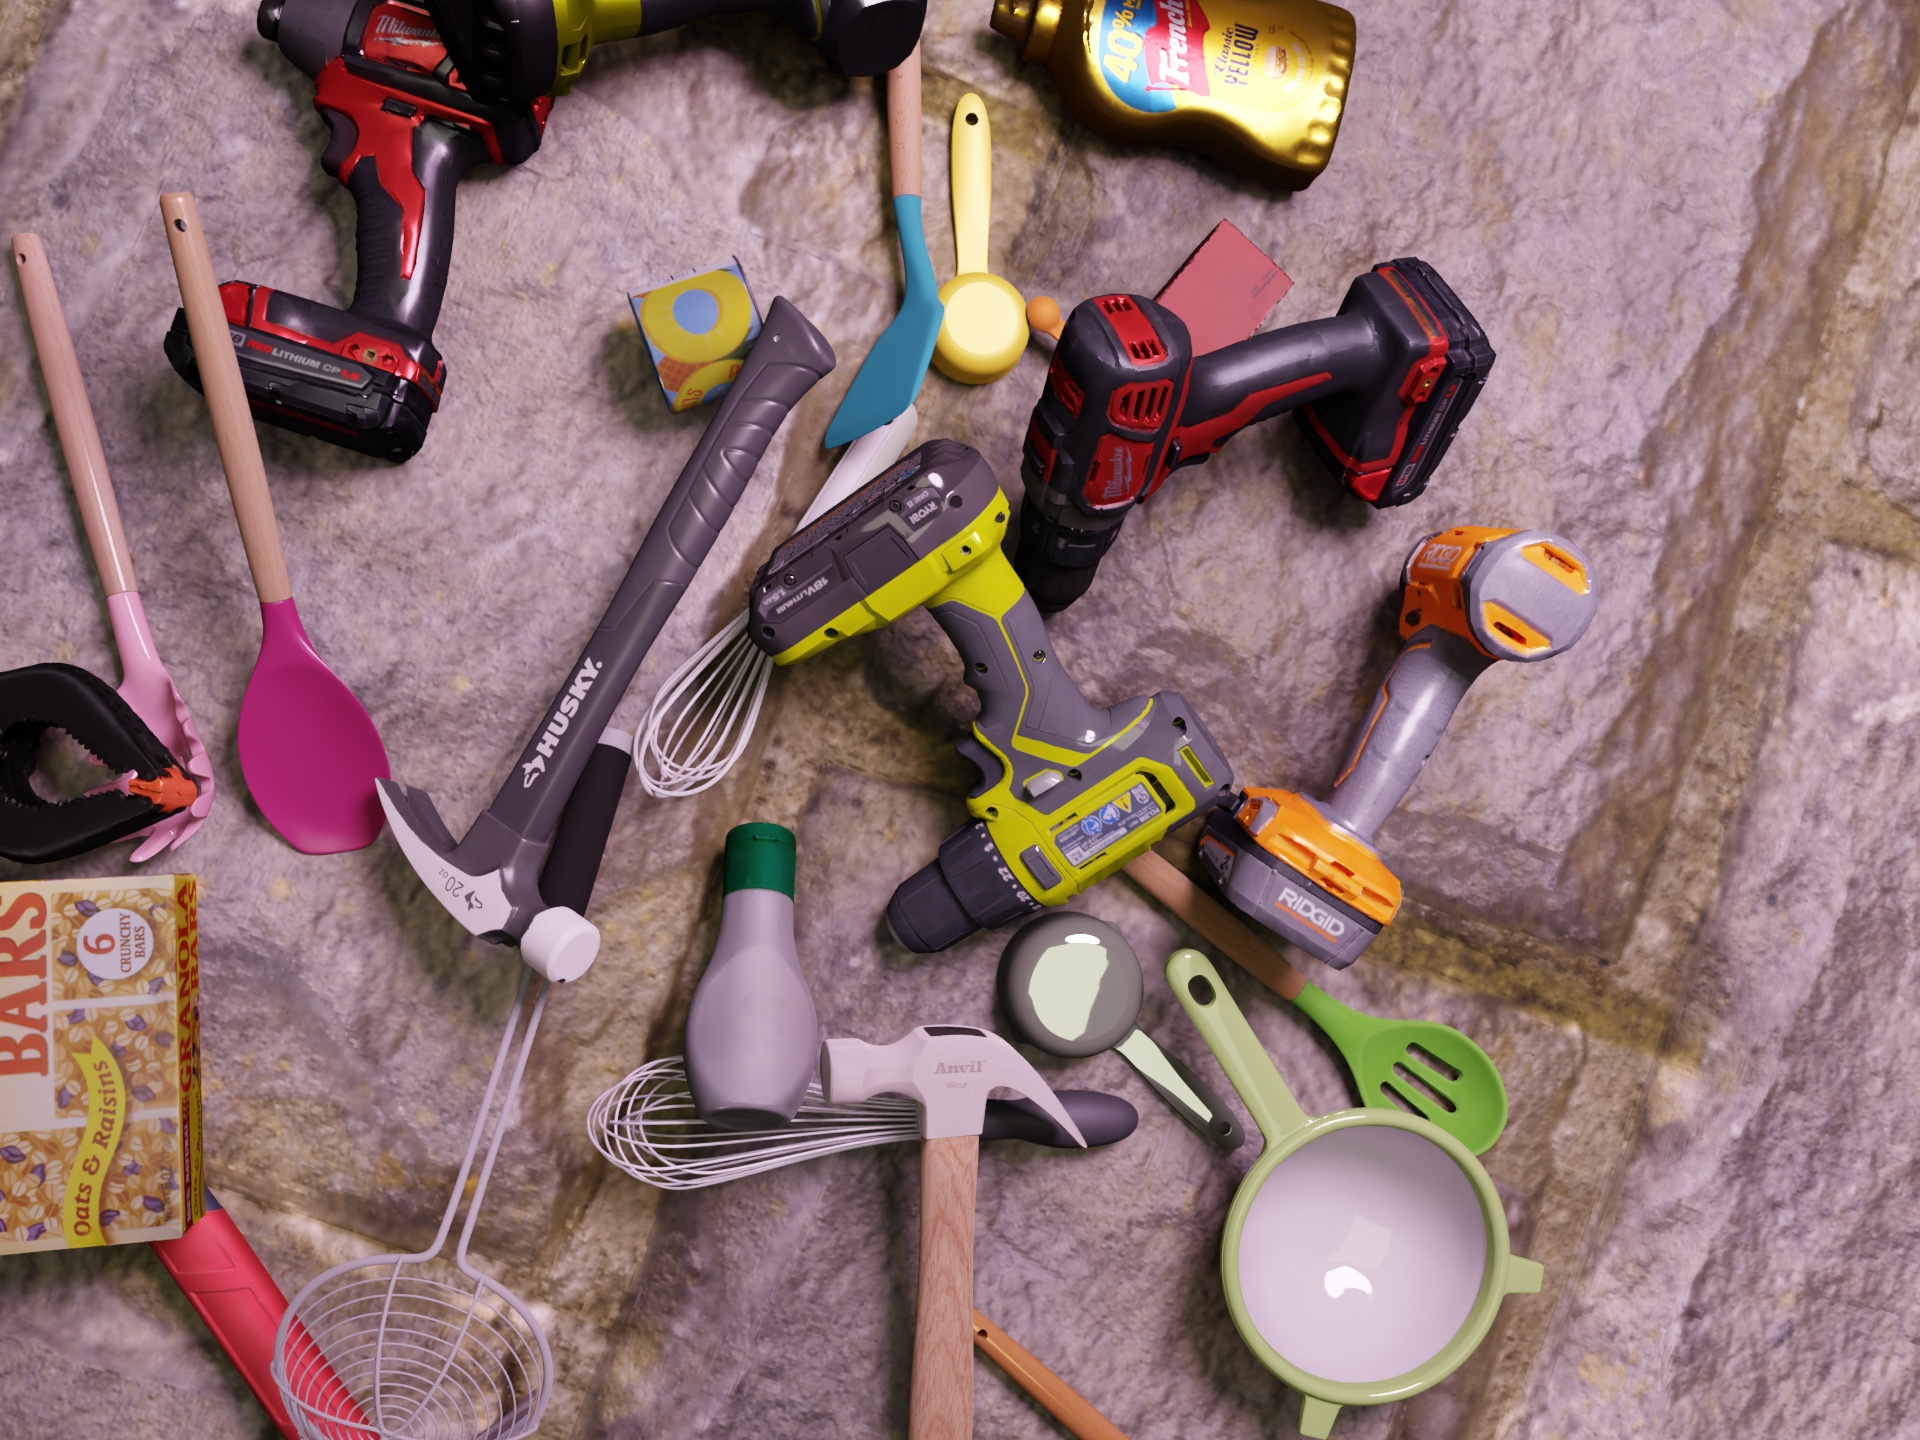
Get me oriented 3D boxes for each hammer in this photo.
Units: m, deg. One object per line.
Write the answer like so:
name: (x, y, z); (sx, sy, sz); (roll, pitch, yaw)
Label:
hammer: (-0.159, -0.054, 0.765); (0.146, 0.035, 0.335); (29, 89, 28)
hammer: (-0.006, 0.314, 0.795); (0.130, 0.031, 0.331); (-1, 98, -16)
hammer: (-0.368, 0.230, 0.774); (0.143, 0.038, 0.386); (-34, 93, -9)

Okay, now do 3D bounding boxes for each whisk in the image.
whisk: (-0.092, -0.066, 0.819); (0.058, 0.059, 0.246); (26, 79, 28)
whisk: (-0.045, 0.203, 0.813); (0.284, 0.070, 0.070); (3, 88, -13)

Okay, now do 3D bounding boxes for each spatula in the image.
spatula: (0.121, 0.417, 0.831); (0.322, 0.041, 0.081); (42, 84, -3)
spatula: (-0.037, -0.300, 0.832); (0.044, 0.082, 0.317); (3, 82, -35)

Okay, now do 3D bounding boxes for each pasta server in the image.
pasta server: (-0.423, -0.088, 0.778); (0.060, 0.040, 0.316); (-16, 89, 10)

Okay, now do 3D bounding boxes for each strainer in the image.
strainer: (0.174, 0.227, 0.831); (0.151, 0.069, 0.256); (-32, 92, -5)

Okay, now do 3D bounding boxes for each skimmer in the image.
skimmer: (-0.224, 0.181, 0.779); (0.127, 0.090, 0.363); (16, 69, -7)

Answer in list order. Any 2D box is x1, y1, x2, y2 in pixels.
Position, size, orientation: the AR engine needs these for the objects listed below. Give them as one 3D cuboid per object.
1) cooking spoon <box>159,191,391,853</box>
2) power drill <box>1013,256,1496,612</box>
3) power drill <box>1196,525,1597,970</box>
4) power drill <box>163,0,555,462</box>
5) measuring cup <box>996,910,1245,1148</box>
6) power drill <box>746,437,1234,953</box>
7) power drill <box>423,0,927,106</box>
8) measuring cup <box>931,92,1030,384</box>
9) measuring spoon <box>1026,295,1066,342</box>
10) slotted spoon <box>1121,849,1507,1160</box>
cooking spoon: (-0.328, -0.082, 0.749); (0.068, 0.017, 0.318); (-8, 111, -6)
power drill: (0.133, -0.139, 0.805); (0.226, 0.187, 0.080); (-14, 58, -20)
power drill: (0.216, 0.001, 0.814); (0.084, 0.164, 0.226); (32, 97, -6)
power drill: (-0.300, -0.252, 0.784); (0.143, 0.078, 0.220); (17, 83, -7)
measuring cup: (0.092, 0.170, 0.836); (0.167, 0.038, 0.083); (43, 83, -2)
power drill: (-0.001, -0.003, 0.784); (0.190, 0.080, 0.228); (-33, 107, 12)
power drill: (-0.148, -0.384, 0.778); (0.223, 0.080, 0.171); (-19, 70, -26)
measuring cup: (0.008, -0.259, 0.845); (0.062, 0.029, 0.156); (-1, 91, -8)
measuring spoon: (0.082, -0.186, 0.850); (0.116, 0.011, 0.021); (38, 63, -16)
slotted spoon: (0.162, 0.127, 0.855); (0.313, 0.031, 0.070); (39, 84, -3)
